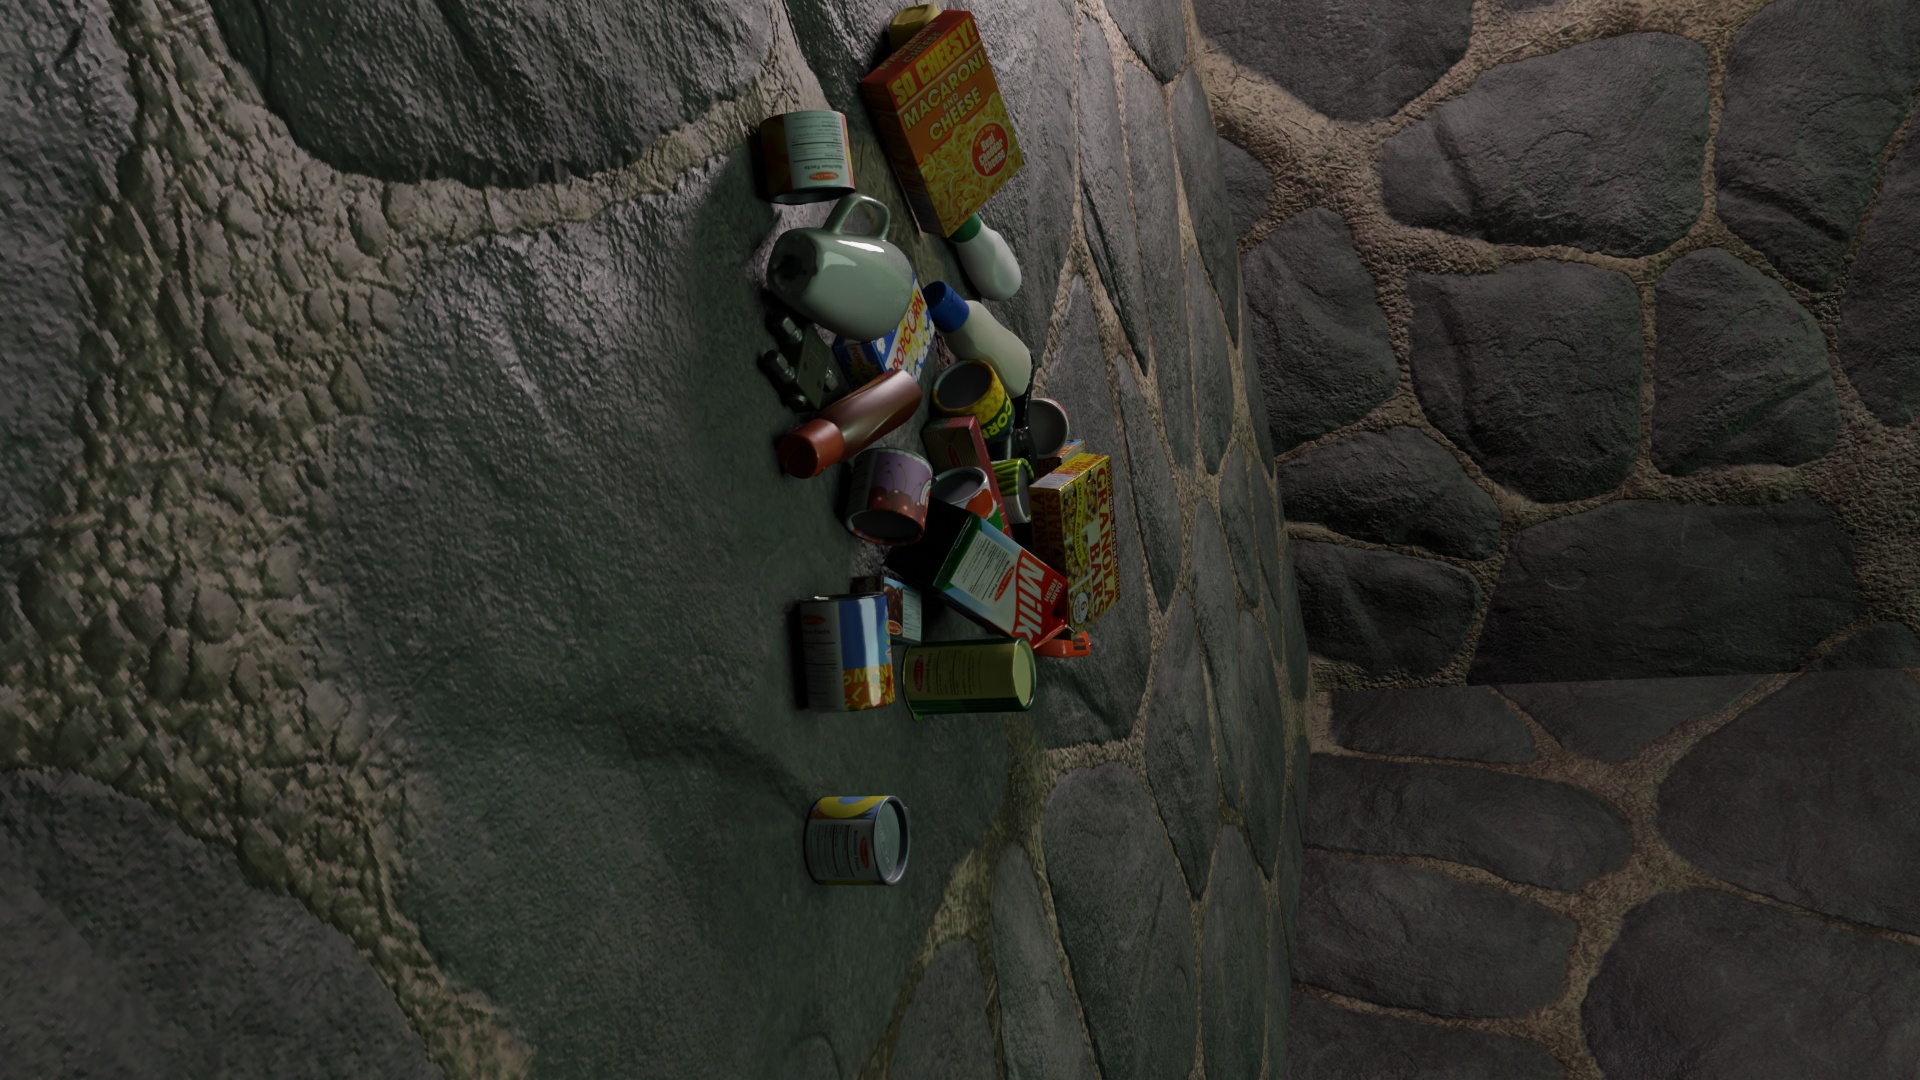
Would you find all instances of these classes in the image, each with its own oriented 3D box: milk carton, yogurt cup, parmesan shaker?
[{"bbox_3d":[0.027,0.037,1.236,0.190,0.072,0.073,35,80,-43],"label":"milk carton"},{"bbox_3d":[0.090,-0.129,1.552,0.054,0.072,0.072,-50,131,-73],"label":"yogurt cup"},{"bbox_3d":[0.009,0.123,1.222,0.071,0.103,0.071,-5,91,-69],"label":"parmesan shaker"}]

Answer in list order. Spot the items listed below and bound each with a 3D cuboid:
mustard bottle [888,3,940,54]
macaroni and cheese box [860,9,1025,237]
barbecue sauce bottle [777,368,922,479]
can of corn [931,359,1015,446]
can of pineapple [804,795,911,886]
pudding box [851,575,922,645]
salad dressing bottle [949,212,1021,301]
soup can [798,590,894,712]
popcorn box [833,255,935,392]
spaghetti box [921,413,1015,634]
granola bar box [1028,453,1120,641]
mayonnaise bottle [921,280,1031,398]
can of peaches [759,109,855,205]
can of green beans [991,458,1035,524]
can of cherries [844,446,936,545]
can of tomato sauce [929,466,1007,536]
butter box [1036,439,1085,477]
[{"bbox_3d":[-0.023,-0.434,1.347,0.066,0.049,0.159,-69,147,-43],"label":"mustard bottle"},{"bbox_3d":[-0.014,-0.389,1.300,0.124,0.040,0.165,-48,136,-22],"label":"macaroni and cheese box"},{"bbox_3d":[-0.088,-0.089,1.085,0.043,0.064,0.149,53,35,-3],"label":"barbecue sauce bottle"},{"bbox_3d":[0.014,-0.132,1.342,0.058,0.071,0.071,56,35,-50],"label":"can of corn"},{"bbox_3d":[-0.076,0.225,1.040,0.071,0.058,0.071,-6,91,-69],"label":"can of pineapple"},{"bbox_3d":[-0.061,0.059,1.158,0.083,0.030,0.050,26,62,-66],"label":"pudding box"},{"bbox_3d":[0.018,-0.302,1.431,0.147,0.044,0.064,44,47,-58],"label":"salad dressing bottle"},{"bbox_3d":[-0.083,0.082,1.041,0.071,0.071,0.083,-7,93,-69],"label":"soup can"},{"bbox_3d":[-0.063,-0.175,1.196,0.127,0.038,0.085,-75,153,-42],"label":"popcorn box"},{"bbox_3d":[0.022,-0.010,1.361,0.029,0.050,0.248,-66,145,-50],"label":"spaghetti box"},{"bbox_3d":[0.121,0.005,1.448,0.125,0.039,0.165,-33,122,-54],"label":"granola bar box"},{"bbox_3d":[0.014,-0.199,1.358,0.148,0.041,0.065,37,50,-44],"label":"mayonnaise bottle"},{"bbox_3d":[-0.117,-0.288,1.048,0.071,0.071,0.058,-21,104,-69],"label":"can of peaches"},{"bbox_3d":[0.040,-0.048,1.407,0.071,0.058,0.071,-6,91,-69],"label":"can of green beans"},{"bbox_3d":[-0.056,-0.034,1.135,0.071,0.071,0.058,54,37,-54],"label":"can of cherries"},{"bbox_3d":[0.005,-0.016,1.296,0.071,0.071,0.082,-68,145,-51],"label":"can of tomato sauce"},{"bbox_3d":[0.106,-0.094,1.596,0.104,0.053,0.024,-39,124,-65],"label":"butter box"}]
